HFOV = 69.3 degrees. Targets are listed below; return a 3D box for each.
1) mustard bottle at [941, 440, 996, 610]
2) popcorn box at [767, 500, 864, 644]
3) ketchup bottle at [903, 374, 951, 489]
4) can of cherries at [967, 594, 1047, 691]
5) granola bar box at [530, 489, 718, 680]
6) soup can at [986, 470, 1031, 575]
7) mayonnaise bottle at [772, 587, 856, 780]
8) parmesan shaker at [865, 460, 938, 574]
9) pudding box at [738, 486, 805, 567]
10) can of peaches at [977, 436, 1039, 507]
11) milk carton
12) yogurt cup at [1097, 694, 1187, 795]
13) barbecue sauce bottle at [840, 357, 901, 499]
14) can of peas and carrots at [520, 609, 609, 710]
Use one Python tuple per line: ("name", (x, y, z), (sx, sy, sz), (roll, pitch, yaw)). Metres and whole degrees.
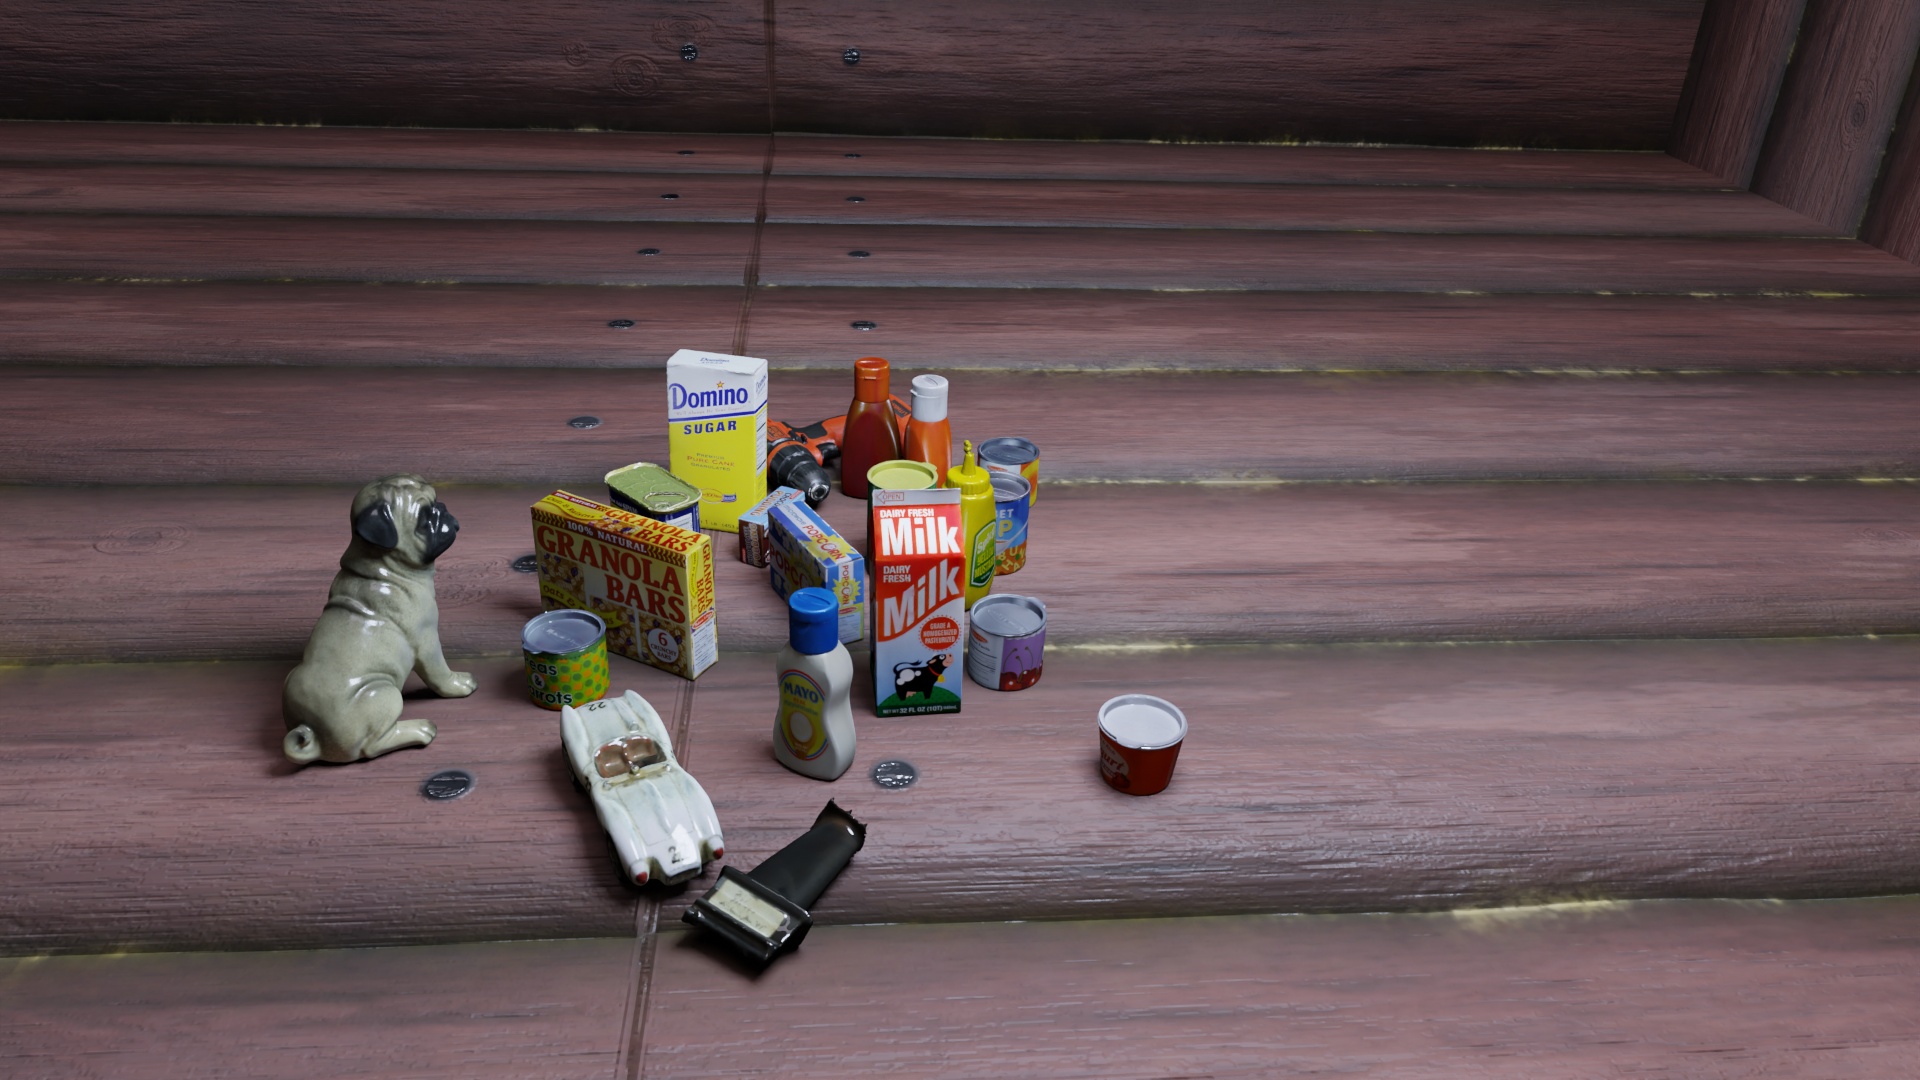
("mustard bottle", (0.005, -0.016, 1.267), (0.049, 0.159, 0.065), (17, 32, 25))
("popcorn box", (-0.131, 0.028, 1.253), (0.038, 0.084, 0.127), (-14, 33, -28))
("ketchup bottle", (-0.034, -0.094, 1.420), (0.044, 0.148, 0.065), (-13, 32, -27))
("can of cherries", (0.042, 0.087, 1.188), (0.071, 0.058, 0.072), (2, 28, -1))
("granola bar box", (-0.285, 0.037, 1.185), (0.165, 0.123, 0.039), (16, 31, 23))
("soup can", (0.032, -0.016, 1.350), (0.071, 0.083, 0.072), (2, 28, -1))
("mayonnaise bottle", (-0.110, 0.107, 1.044), (0.065, 0.147, 0.041), (16, 31, 24))
("parmesan shaker", (-0.054, -0.017, 1.324), (0.071, 0.102, 0.071), (2, 28, -1))
("pudding box", (-0.184, -0.014, 1.365), (0.030, 0.049, 0.084), (14, 30, 20))
("can of peaches", (0.051, -0.071, 1.479), (0.071, 0.057, 0.071), (2, 28, -1))
("milk carton", (-0.037, 0.044, 1.123), (0.072, 0.189, 0.074), (-2, 29, -8))
("yogurt cup", (0.138, 0.158, 1.068), (0.072, 0.053, 0.073), (2, 28, -1))
("barbecue sauce bottle", (-0.093, -0.117, 1.458), (0.065, 0.147, 0.044), (3, 28, 1))
("can of peas and carrots", (-0.324, 0.099, 1.136), (0.071, 0.058, 0.071), (2, 28, -1))
